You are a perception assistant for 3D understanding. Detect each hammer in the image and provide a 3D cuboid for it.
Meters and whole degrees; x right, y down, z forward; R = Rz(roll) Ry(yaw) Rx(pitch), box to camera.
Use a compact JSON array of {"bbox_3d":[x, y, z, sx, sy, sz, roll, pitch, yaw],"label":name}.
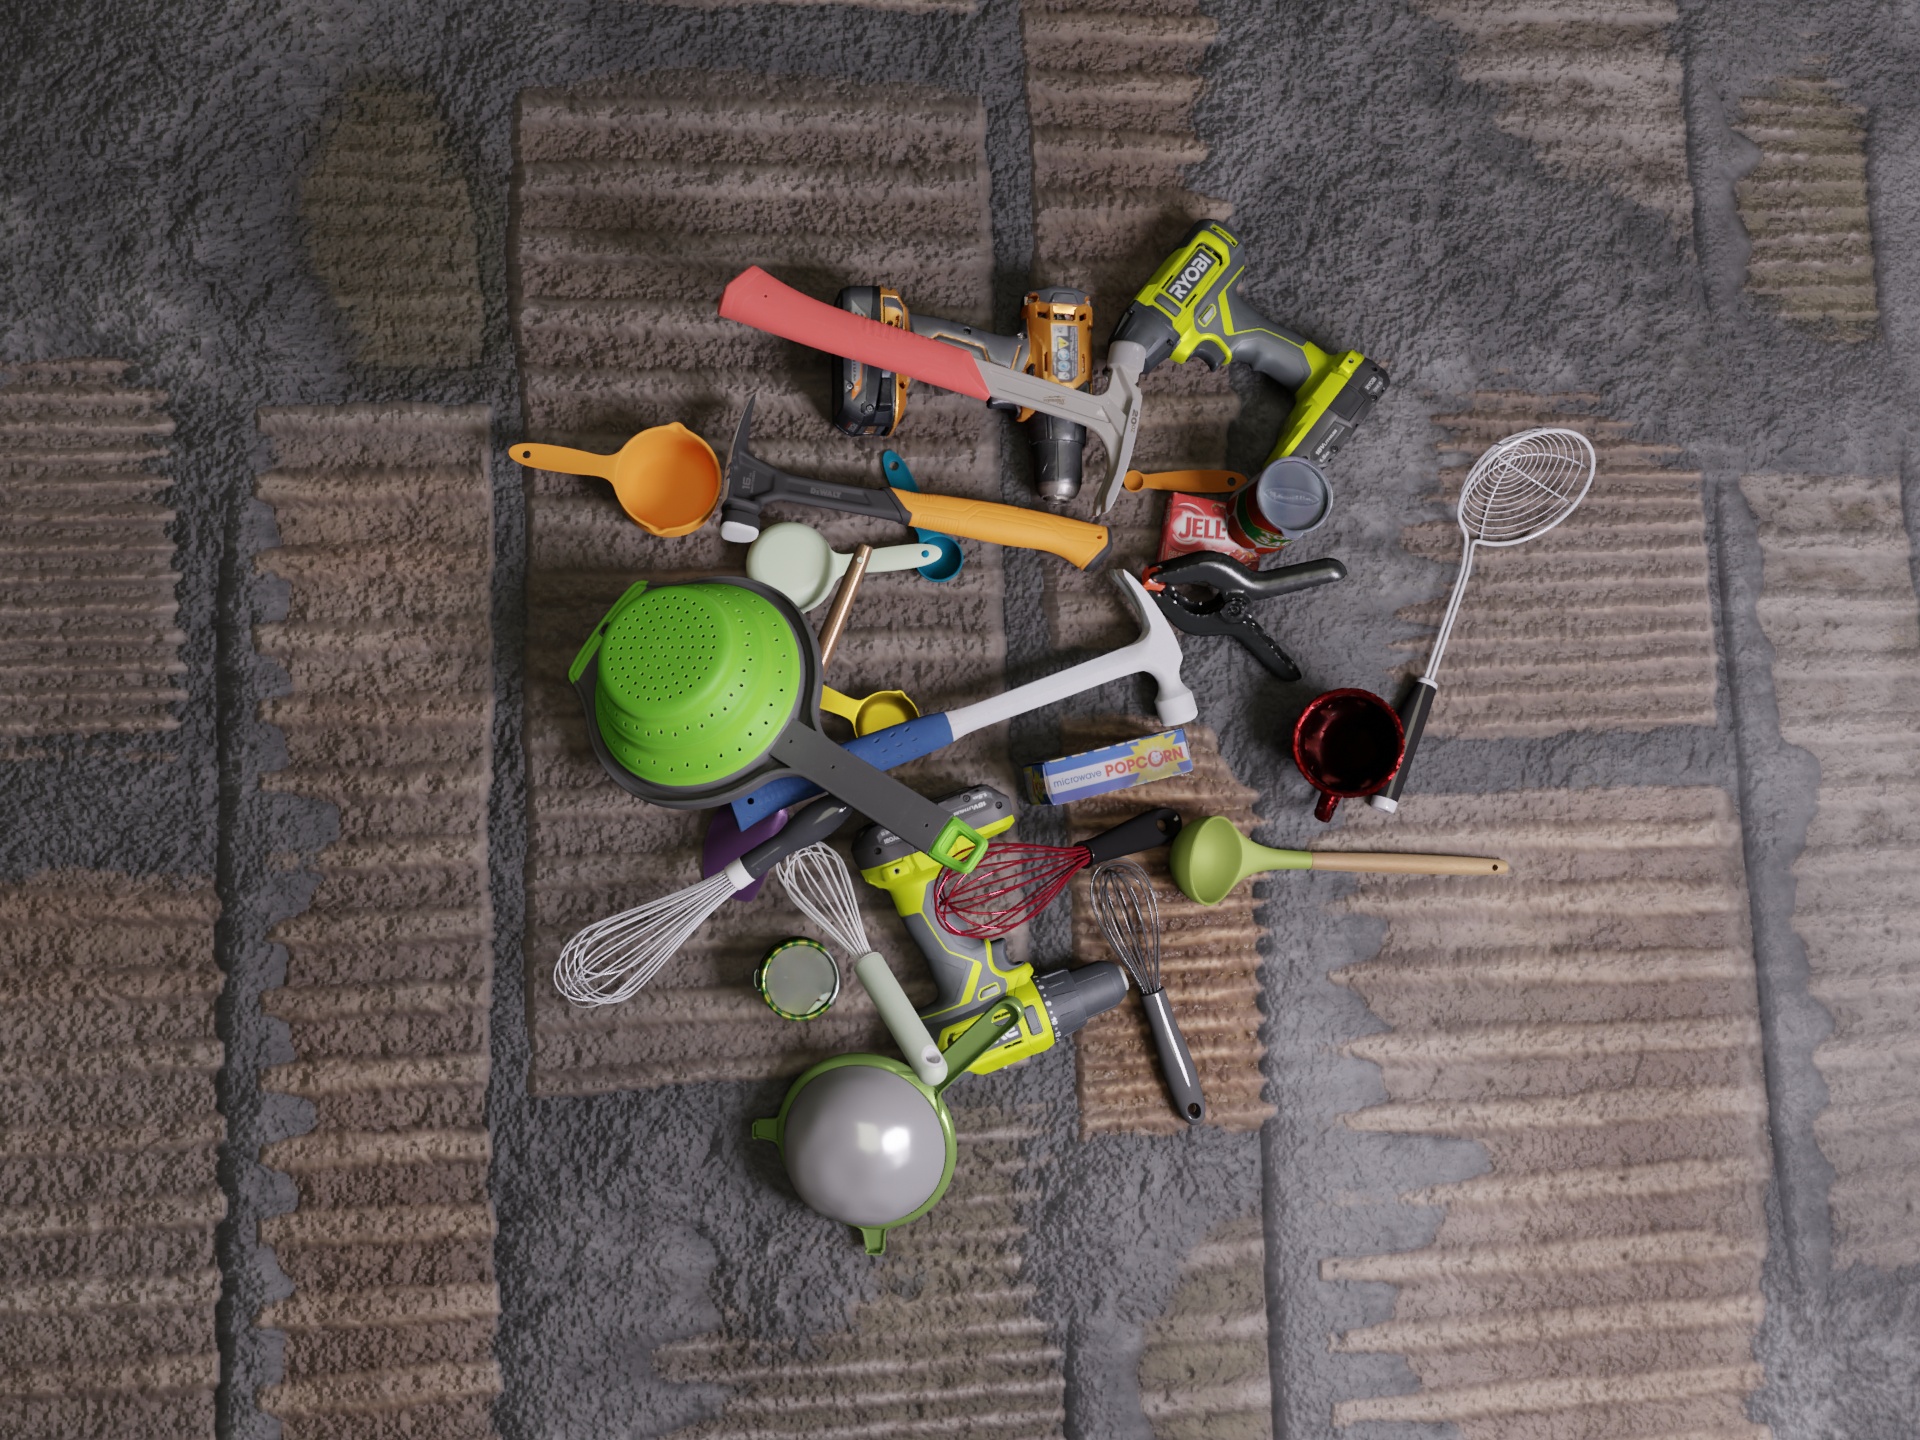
[{"bbox_3d":[-0.032,-0.185,1.350,0.336,0.034,0.127,9,68,-13],"label":"hammer"},{"bbox_3d":[-0.002,-0.004,1.328,0.405,0.035,0.144,-20,98,-13],"label":"hammer"},{"bbox_3d":[-0.023,-0.283,1.299,0.359,0.037,0.149,14,85,-16],"label":"hammer"}]

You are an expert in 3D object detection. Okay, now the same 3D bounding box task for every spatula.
[{"bbox_3d":[-0.139,0.000,1.316,0.059,0.018,0.316,23,95,-6],"label":"spatula"}]

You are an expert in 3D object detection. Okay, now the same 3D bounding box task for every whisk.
[{"bbox_3d":[0.166,0.232,1.357,0.055,0.055,0.239,-19,92,-10],"label":"whisk"},{"bbox_3d":[0.086,0.113,1.285,0.295,0.073,0.073,-14,86,-44],"label":"whisk"},{"bbox_3d":[-0.079,0.187,1.270,0.057,0.059,0.247,-11,54,-38],"label":"whisk"},{"bbox_3d":[-0.203,0.141,1.279,0.284,0.070,0.070,-34,90,2],"label":"whisk"}]

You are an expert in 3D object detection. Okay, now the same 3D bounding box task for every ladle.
[{"bbox_3d":[0.334,0.125,1.384,0.320,0.062,0.078,3,94,-11],"label":"ladle"}]

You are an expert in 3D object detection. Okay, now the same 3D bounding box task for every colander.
[{"bbox_3d":[-0.152,-0.001,1.224,0.397,0.094,0.204,30,79,22],"label":"colander"}]

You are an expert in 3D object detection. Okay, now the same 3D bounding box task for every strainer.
[{"bbox_3d":[-0.046,0.311,1.255,0.151,0.069,0.256,45,106,2],"label":"strainer"}]

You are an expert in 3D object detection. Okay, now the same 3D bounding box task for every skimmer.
[{"bbox_3d":[0.455,-0.085,1.403,0.127,0.090,0.363,25,83,-37],"label":"skimmer"}]

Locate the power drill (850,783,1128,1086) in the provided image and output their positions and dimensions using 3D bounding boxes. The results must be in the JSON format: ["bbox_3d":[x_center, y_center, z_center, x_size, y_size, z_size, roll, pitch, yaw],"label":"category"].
[{"bbox_3d":[0.021,0.173,1.324,0.190,0.080,0.228,-20,91,-8],"label":"power drill"}]

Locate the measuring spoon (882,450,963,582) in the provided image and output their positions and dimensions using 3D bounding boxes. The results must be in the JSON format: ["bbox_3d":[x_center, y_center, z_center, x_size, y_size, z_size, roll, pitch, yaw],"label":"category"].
[{"bbox_3d":[-0.037,-0.176,1.381,0.042,0.021,0.129,-25,80,-4],"label":"measuring spoon"}]

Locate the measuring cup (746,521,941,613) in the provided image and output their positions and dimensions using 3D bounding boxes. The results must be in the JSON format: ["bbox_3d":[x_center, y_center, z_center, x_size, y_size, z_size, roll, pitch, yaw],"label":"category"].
[{"bbox_3d":[-0.099,-0.136,1.344,0.167,0.038,0.083,-7,83,-1],"label":"measuring cup"}]

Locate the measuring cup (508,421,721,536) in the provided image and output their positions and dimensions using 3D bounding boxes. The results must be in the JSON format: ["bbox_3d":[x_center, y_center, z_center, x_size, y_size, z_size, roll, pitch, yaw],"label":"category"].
[{"bbox_3d":[-0.286,-0.204,1.327,0.173,0.052,0.095,9,84,-5],"label":"measuring cup"}]

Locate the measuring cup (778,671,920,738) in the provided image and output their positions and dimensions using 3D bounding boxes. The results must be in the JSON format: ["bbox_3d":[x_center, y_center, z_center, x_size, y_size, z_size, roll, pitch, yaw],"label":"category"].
[{"bbox_3d":[-0.109,-0.015,1.348,0.156,0.029,0.062,23,82,-3],"label":"measuring cup"}]

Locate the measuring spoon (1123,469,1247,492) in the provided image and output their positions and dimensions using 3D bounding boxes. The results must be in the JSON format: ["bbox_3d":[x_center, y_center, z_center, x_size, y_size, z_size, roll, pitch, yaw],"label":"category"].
[{"bbox_3d":[0.200,-0.213,1.420,0.117,0.011,0.021,-2,85,-12],"label":"measuring spoon"}]

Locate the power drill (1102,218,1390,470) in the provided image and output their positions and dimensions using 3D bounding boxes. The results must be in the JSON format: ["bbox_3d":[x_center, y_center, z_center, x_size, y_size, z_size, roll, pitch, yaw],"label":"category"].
[{"bbox_3d":[0.247,-0.312,1.404,0.223,0.080,0.171,38,80,1],"label":"power drill"}]

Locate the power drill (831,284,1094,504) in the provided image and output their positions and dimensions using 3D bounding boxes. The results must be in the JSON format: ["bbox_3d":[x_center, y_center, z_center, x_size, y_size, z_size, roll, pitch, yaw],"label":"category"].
[{"bbox_3d":[0.006,-0.281,1.365,0.226,0.084,0.185,0,87,-13],"label":"power drill"}]
